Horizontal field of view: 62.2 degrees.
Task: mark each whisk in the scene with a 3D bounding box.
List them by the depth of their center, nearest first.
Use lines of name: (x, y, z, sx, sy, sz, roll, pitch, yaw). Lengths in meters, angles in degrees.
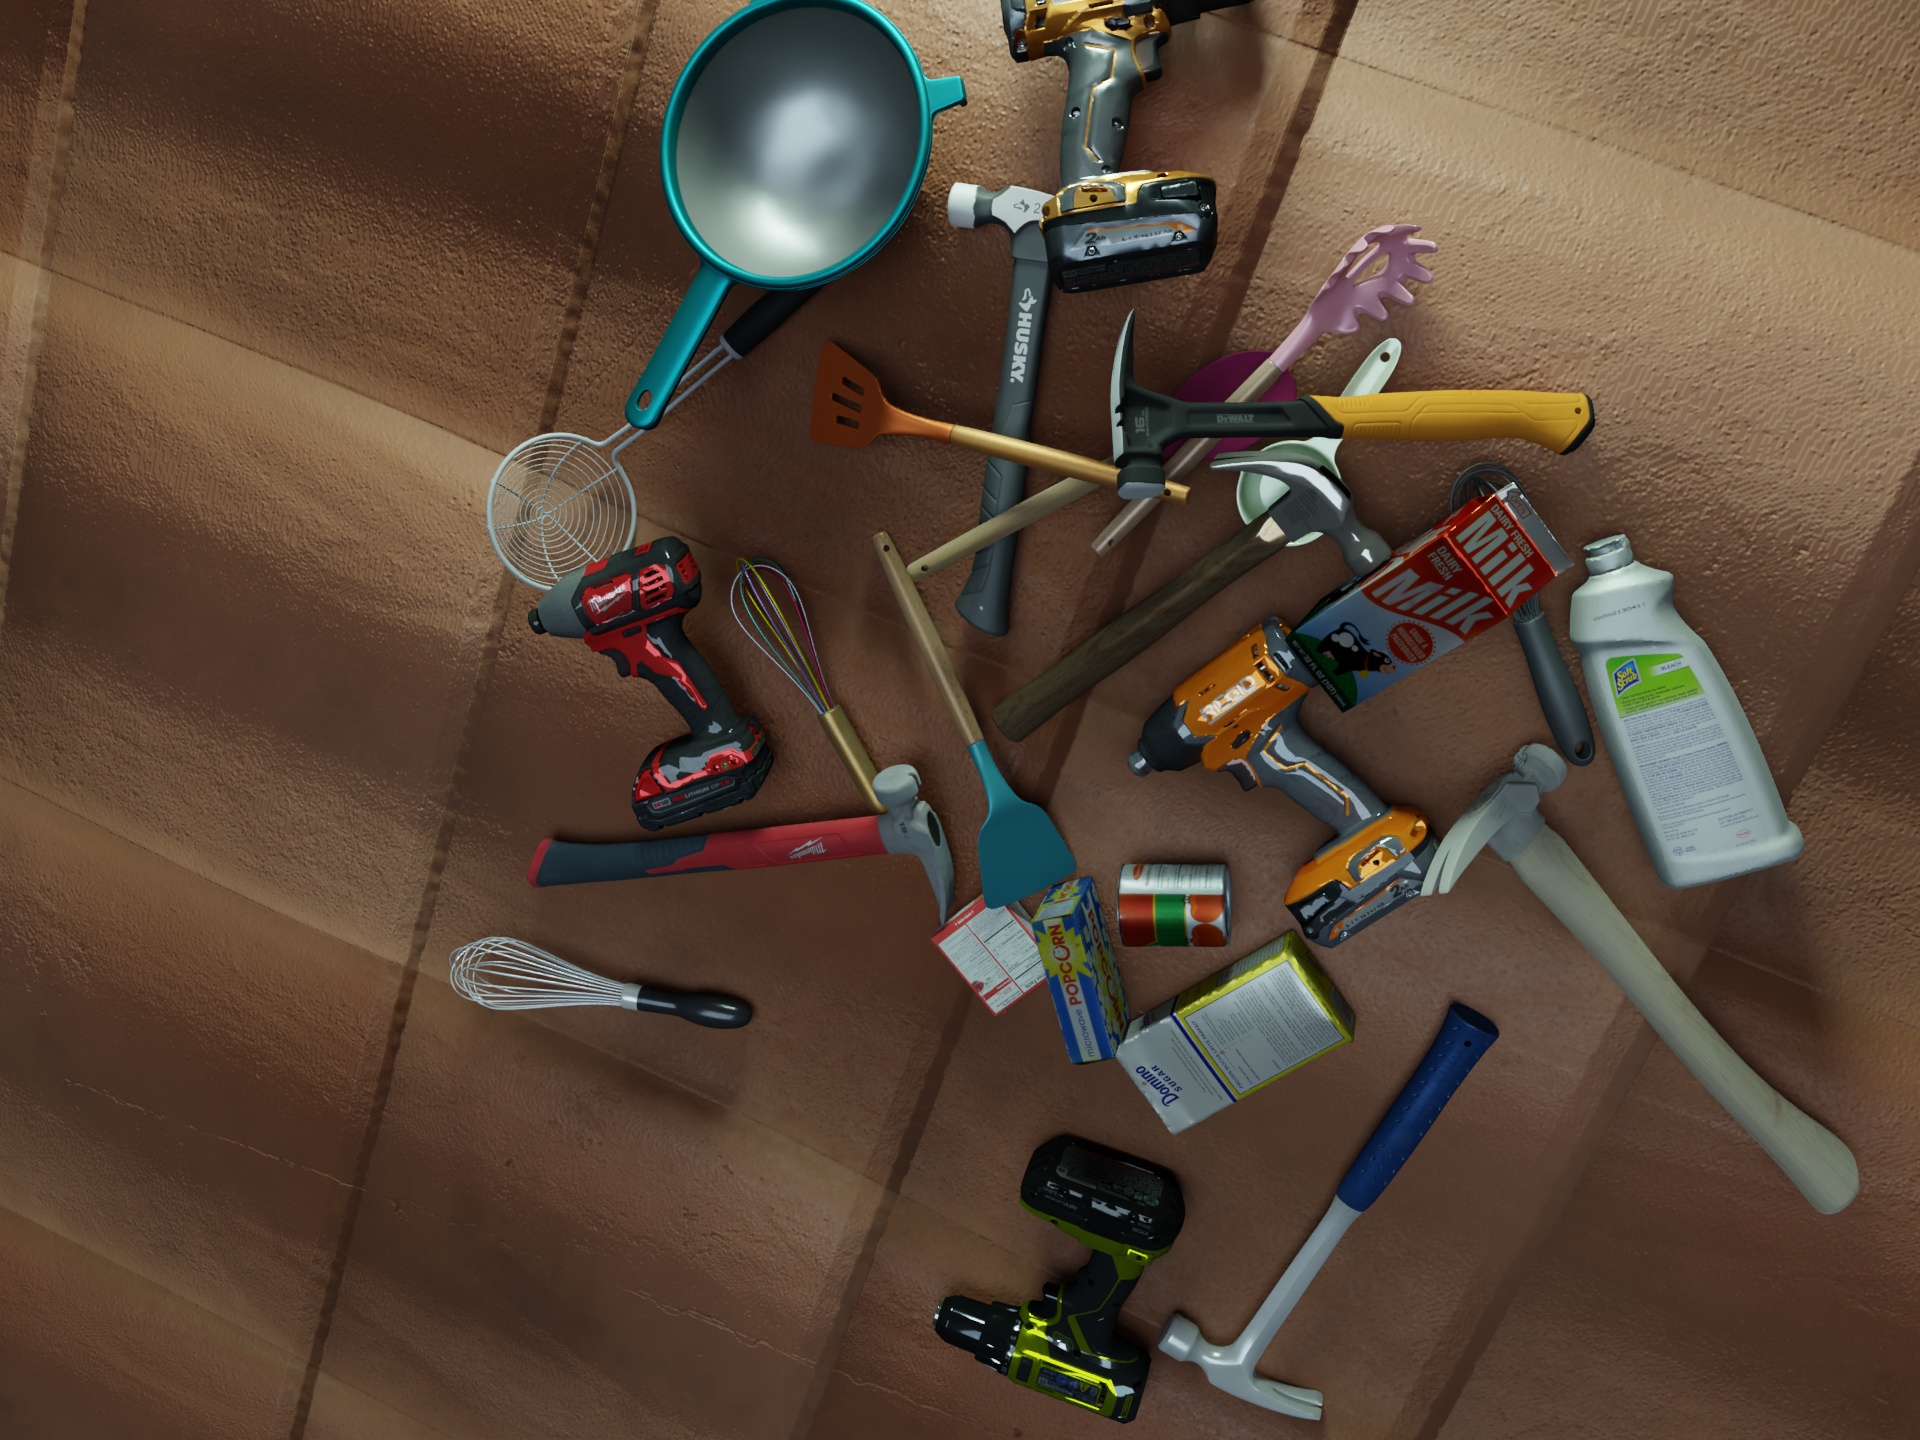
whisk: (0.412, -0.074, 1.147, 0.055, 0.055, 0.239, -21, 103, 19)
whisk: (-0.120, -0.028, 1.309, 0.047, 0.051, 0.245, -20, 103, 40)
whisk: (-0.324, 0.241, 1.424, 0.284, 0.070, 0.070, 8, 106, 8)

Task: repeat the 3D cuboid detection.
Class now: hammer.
hammer: (0.271, -0.216, 1.096, 0.337, 0.034, 0.127, -1, 80, -5)
hammer: (0.509, 0.213, 1.165, 0.410, 0.038, 0.146, 48, 69, -5)
hammer: (0.148, -0.083, 1.195, 0.331, 0.031, 0.130, -36, 99, 29)
hammer: (0.045, -0.228, 1.209, 0.146, 0.035, 0.334, 11, 107, 13)
hammer: (0.318, 0.404, 1.300, 0.144, 0.035, 0.405, 30, 110, 7)
hammer: (-0.195, 0.124, 1.359, 0.386, 0.038, 0.143, -7, 120, 21)

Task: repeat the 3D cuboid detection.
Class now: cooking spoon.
cooking spoon: (0.101, -0.183, 1.188, 0.319, 0.017, 0.068, -27, 109, 9)

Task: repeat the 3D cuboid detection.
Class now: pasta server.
pasta server: (0.210, -0.232, 1.144, 0.060, 0.040, 0.316, 35, 107, -32)

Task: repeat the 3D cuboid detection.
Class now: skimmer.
skimmer: (-0.223, -0.242, 1.250, 0.363, 0.090, 0.127, -36, 125, 18)

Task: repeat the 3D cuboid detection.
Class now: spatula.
spatula: (0.021, -0.209, 1.187, 0.323, 0.041, 0.081, 18, 112, 19)
spatula: (-0.002, -0.004, 1.281, 0.082, 0.044, 0.317, -24, 90, -7)

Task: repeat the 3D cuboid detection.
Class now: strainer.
strainer: (-0.140, -0.359, 1.179, 0.211, 0.095, 0.340, 36, 103, 15)

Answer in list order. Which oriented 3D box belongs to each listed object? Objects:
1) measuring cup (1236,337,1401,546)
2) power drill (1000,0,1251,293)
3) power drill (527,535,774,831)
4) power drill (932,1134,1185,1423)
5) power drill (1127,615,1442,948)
measuring cup: (0.266, -0.204, 1.155, 0.083, 0.038, 0.167, 35, 108, 4)
power drill: (0.130, -0.425, 1.096, 0.185, 0.084, 0.226, -7, 86, 8)
power drill: (-0.251, -0.030, 1.295, 0.143, 0.079, 0.219, -18, 108, 11)
power drill: (0.086, 0.478, 1.363, 0.190, 0.080, 0.228, 17, 111, 10)
power drill: (0.243, 0.056, 1.208, 0.164, 0.084, 0.226, -38, 88, 21)
